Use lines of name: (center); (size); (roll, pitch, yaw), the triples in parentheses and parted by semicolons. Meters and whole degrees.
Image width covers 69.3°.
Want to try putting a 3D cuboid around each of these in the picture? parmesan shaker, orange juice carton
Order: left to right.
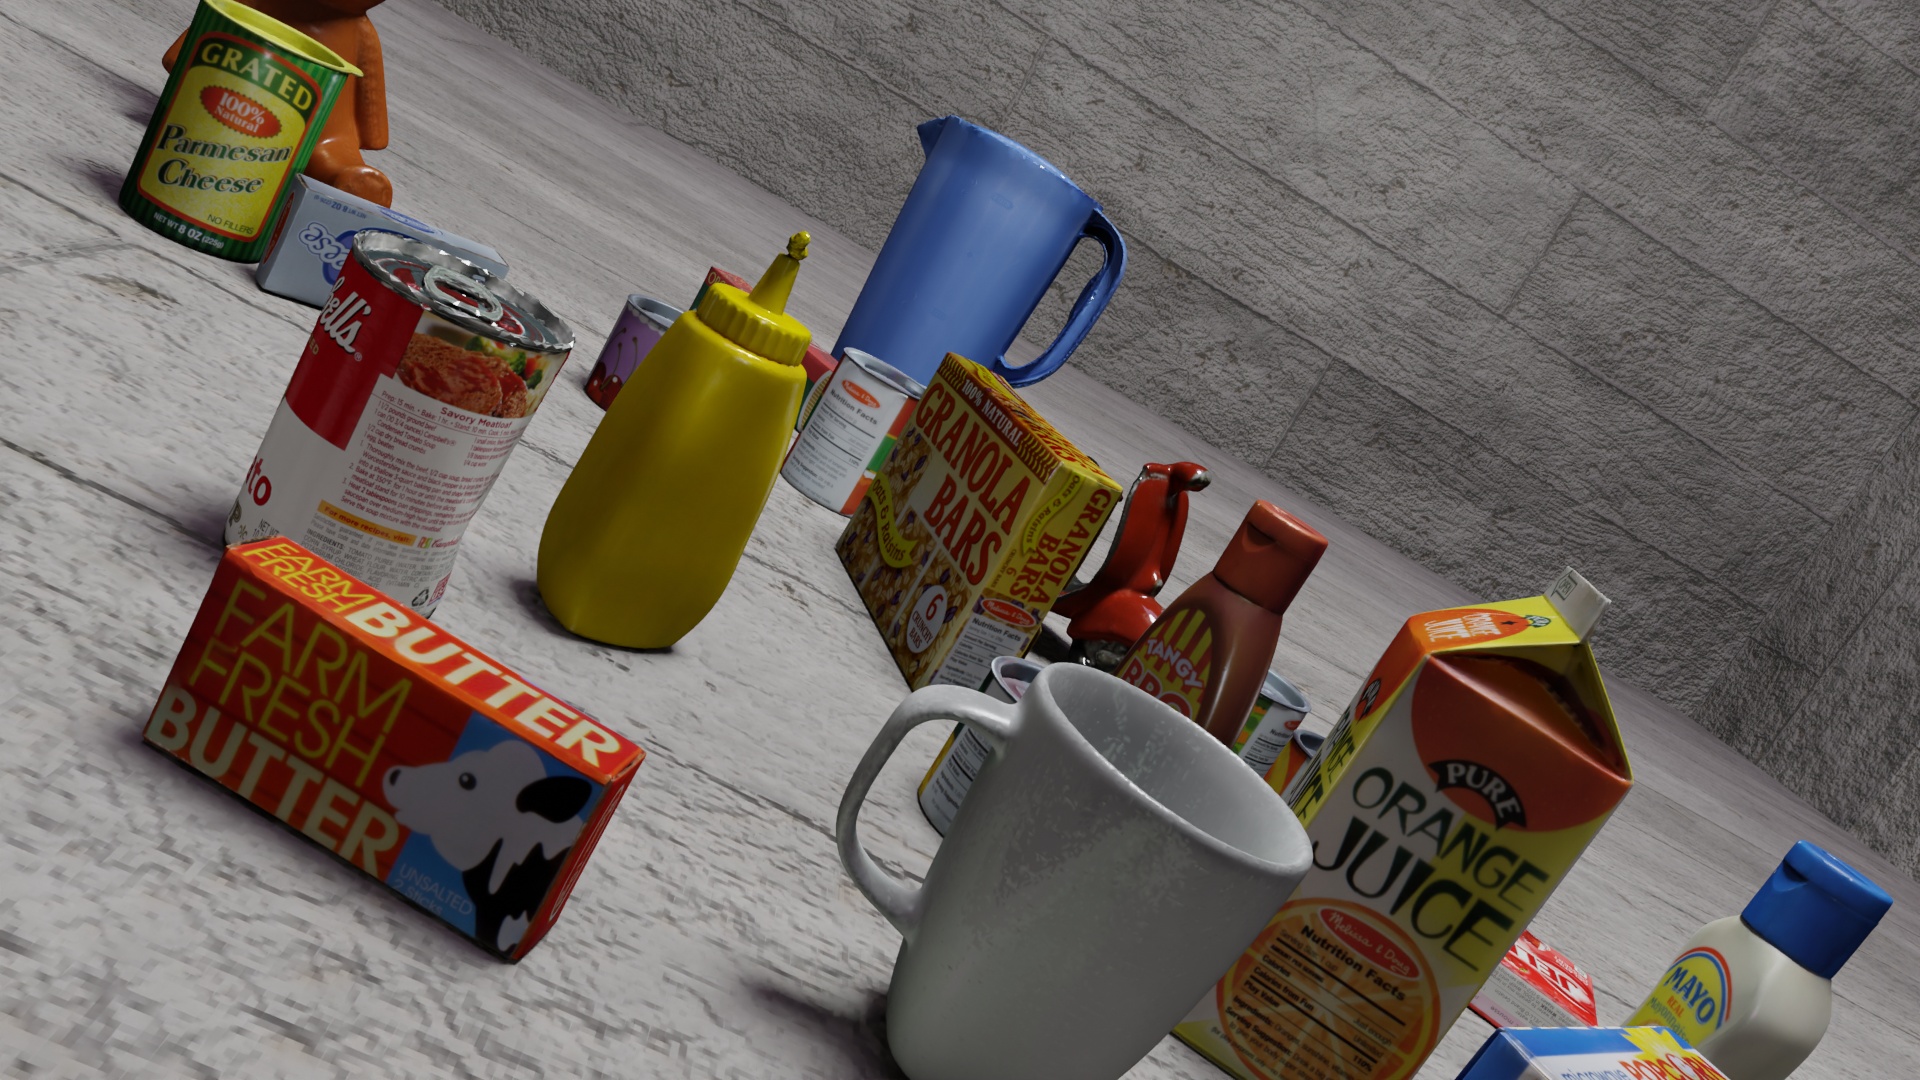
parmesan shaker: (-0.334, -0.188, 0.646); (0.071, 0.103, 0.071); (29, 12, -7)
orange juice carton: (0.151, 0.094, 0.459); (0.073, 0.192, 0.072); (33, 12, 9)

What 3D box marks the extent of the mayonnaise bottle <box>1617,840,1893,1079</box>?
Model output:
mayonnaise bottle: (0.294, 0.184, 0.535); (0.041, 0.147, 0.065); (29, 12, -6)

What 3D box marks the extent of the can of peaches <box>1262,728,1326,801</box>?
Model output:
can of peaches: (0.173, 0.133, 0.663); (0.071, 0.058, 0.071); (29, 13, -7)

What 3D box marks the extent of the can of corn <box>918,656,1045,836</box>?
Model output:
can of corn: (0.028, 0.086, 0.516); (0.071, 0.058, 0.071); (29, 13, -7)

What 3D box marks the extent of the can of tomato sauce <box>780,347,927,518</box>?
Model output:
can of tomato sauce: (-0.059, -0.063, 0.830); (0.071, 0.083, 0.071); (29, 12, -7)

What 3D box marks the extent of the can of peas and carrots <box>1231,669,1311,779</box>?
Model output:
can of peas and carrots: (0.141, 0.093, 0.741); (0.071, 0.058, 0.071); (29, 13, -7)

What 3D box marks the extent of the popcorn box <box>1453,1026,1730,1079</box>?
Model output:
popcorn box: (0.171, 0.184, 0.401); (0.127, 0.085, 0.038); (19, 17, -43)

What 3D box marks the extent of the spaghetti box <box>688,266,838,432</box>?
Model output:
spaghetti box: (-0.131, -0.130, 1.001); (0.028, 0.050, 0.251); (19, 17, -44)

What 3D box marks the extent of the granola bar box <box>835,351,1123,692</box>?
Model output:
granola bar box: (0.002, -0.008, 0.668); (0.039, 0.124, 0.166); (24, 14, -27)

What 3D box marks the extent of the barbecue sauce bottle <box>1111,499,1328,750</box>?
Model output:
barbecue sauce bottle: (0.107, 0.053, 0.612); (0.043, 0.148, 0.065); (19, 17, -44)

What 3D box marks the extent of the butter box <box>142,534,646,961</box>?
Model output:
butter box: (-0.131, 0.047, 0.320); (0.103, 0.053, 0.024); (31, 12, 2)

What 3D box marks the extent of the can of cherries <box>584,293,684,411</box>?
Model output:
can of cherries: (-0.164, -0.094, 0.770); (0.071, 0.058, 0.072); (29, 13, -7)

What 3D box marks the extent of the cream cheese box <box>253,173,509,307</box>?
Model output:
cream cheese box: (-0.276, -0.131, 0.668); (0.104, 0.053, 0.024); (17, 18, -47)

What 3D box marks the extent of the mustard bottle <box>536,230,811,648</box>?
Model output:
mustard bottle: (-0.091, -0.038, 0.490); (0.065, 0.160, 0.049); (17, 18, -48)
